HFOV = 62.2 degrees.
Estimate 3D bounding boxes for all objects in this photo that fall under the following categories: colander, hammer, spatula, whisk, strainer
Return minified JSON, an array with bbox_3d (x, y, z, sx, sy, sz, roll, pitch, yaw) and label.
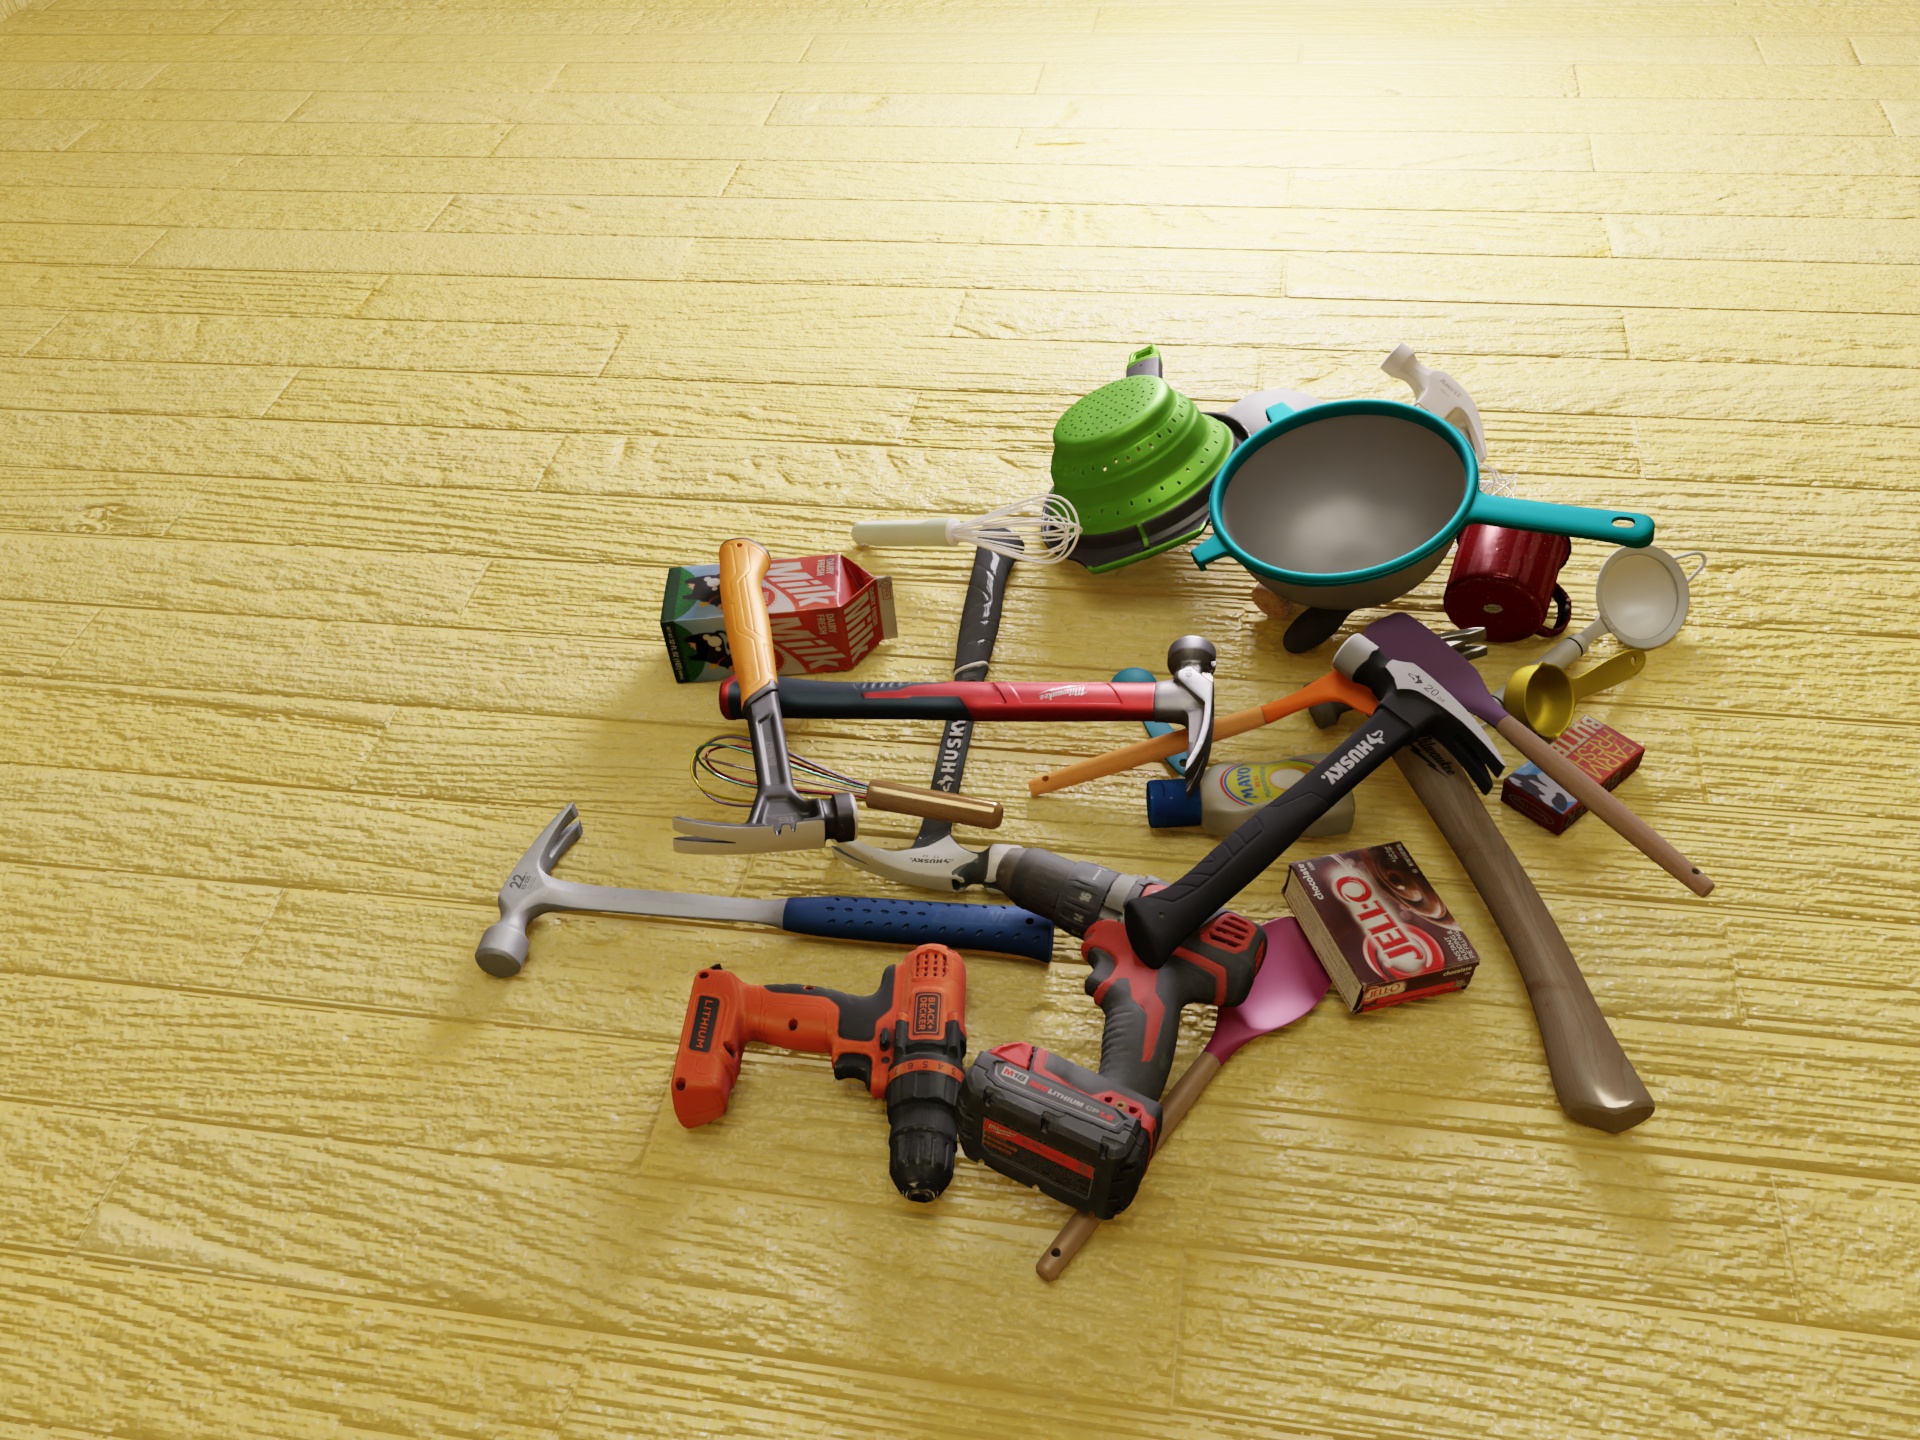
[{"bbox_3d":[0.155,-0.286,1.463,0.204,0.094,0.397,-19,32,20],"label":"colander"},{"bbox_3d":[0.380,0.097,1.116,0.146,0.038,0.411,-21,47,5],"label":"hammer"},{"bbox_3d":[-0.135,0.133,1.146,0.405,0.035,0.144,3,46,9],"label":"hammer"},{"bbox_3d":[0.231,0.064,1.073,0.146,0.035,0.335,41,55,22],"label":"hammer"},{"bbox_3d":[0.001,-0.025,1.294,0.149,0.036,0.409,2,45,9],"label":"hammer"},{"bbox_3d":[0.405,0.018,1.136,0.060,0.018,0.316,-24,50,-22],"label":"spatula"},{"bbox_3d":[0.377,-0.138,1.356,0.284,0.070,0.070,-36,52,-21],"label":"whisk"},{"bbox_3d":[0.361,-0.203,1.416,0.130,0.031,0.331,40,63,5],"label":"hammer"},{"bbox_3d":[0.249,-0.249,1.468,0.256,0.069,0.152,-22,47,-18],"label":"strainer"},{"bbox_3d":[0.001,-0.165,1.387,0.246,0.059,0.057,4,6,37],"label":"whisk"},{"bbox_3d":[-0.087,0.046,1.178,0.245,0.051,0.047,9,41,14],"label":"whisk"},{"bbox_3d":[-0.002,-0.004,1.216,0.386,0.038,0.143,0,45,12],"label":"hammer"},{"bbox_3d":[-0.162,-0.030,1.203,0.127,0.034,0.337,-4,43,-11],"label":"hammer"},{"bbox_3d":[0.499,-0.065,1.281,0.258,0.050,0.087,-33,94,-19],"label":"strainer"},{"bbox_3d":[0.370,-0.147,1.267,0.340,0.095,0.211,13,56,28],"label":"strainer"},{"bbox_3d":[0.208,0.009,1.208,0.322,0.041,0.081,-18,49,8],"label":"spatula"}]

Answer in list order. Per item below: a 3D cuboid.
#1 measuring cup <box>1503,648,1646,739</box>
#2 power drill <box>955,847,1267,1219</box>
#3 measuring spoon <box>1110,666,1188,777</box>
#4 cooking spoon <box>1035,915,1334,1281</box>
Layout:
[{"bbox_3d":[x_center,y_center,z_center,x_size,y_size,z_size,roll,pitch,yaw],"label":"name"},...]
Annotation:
[{"bbox_3d":[0.483,-0.029,1.250,0.156,0.062,0.029,-20,9,-31],"label":"measuring cup"},{"bbox_3d":[0.076,0.181,1.017,0.188,0.080,0.227,21,47,17],"label":"power drill"},{"bbox_3d":[0.156,-0.002,1.262,0.042,0.021,0.129,-18,45,-12],"label":"measuring spoon"},{"bbox_3d":[0.148,0.237,1.026,0.069,0.017,0.319,31,54,25],"label":"cooking spoon"}]
